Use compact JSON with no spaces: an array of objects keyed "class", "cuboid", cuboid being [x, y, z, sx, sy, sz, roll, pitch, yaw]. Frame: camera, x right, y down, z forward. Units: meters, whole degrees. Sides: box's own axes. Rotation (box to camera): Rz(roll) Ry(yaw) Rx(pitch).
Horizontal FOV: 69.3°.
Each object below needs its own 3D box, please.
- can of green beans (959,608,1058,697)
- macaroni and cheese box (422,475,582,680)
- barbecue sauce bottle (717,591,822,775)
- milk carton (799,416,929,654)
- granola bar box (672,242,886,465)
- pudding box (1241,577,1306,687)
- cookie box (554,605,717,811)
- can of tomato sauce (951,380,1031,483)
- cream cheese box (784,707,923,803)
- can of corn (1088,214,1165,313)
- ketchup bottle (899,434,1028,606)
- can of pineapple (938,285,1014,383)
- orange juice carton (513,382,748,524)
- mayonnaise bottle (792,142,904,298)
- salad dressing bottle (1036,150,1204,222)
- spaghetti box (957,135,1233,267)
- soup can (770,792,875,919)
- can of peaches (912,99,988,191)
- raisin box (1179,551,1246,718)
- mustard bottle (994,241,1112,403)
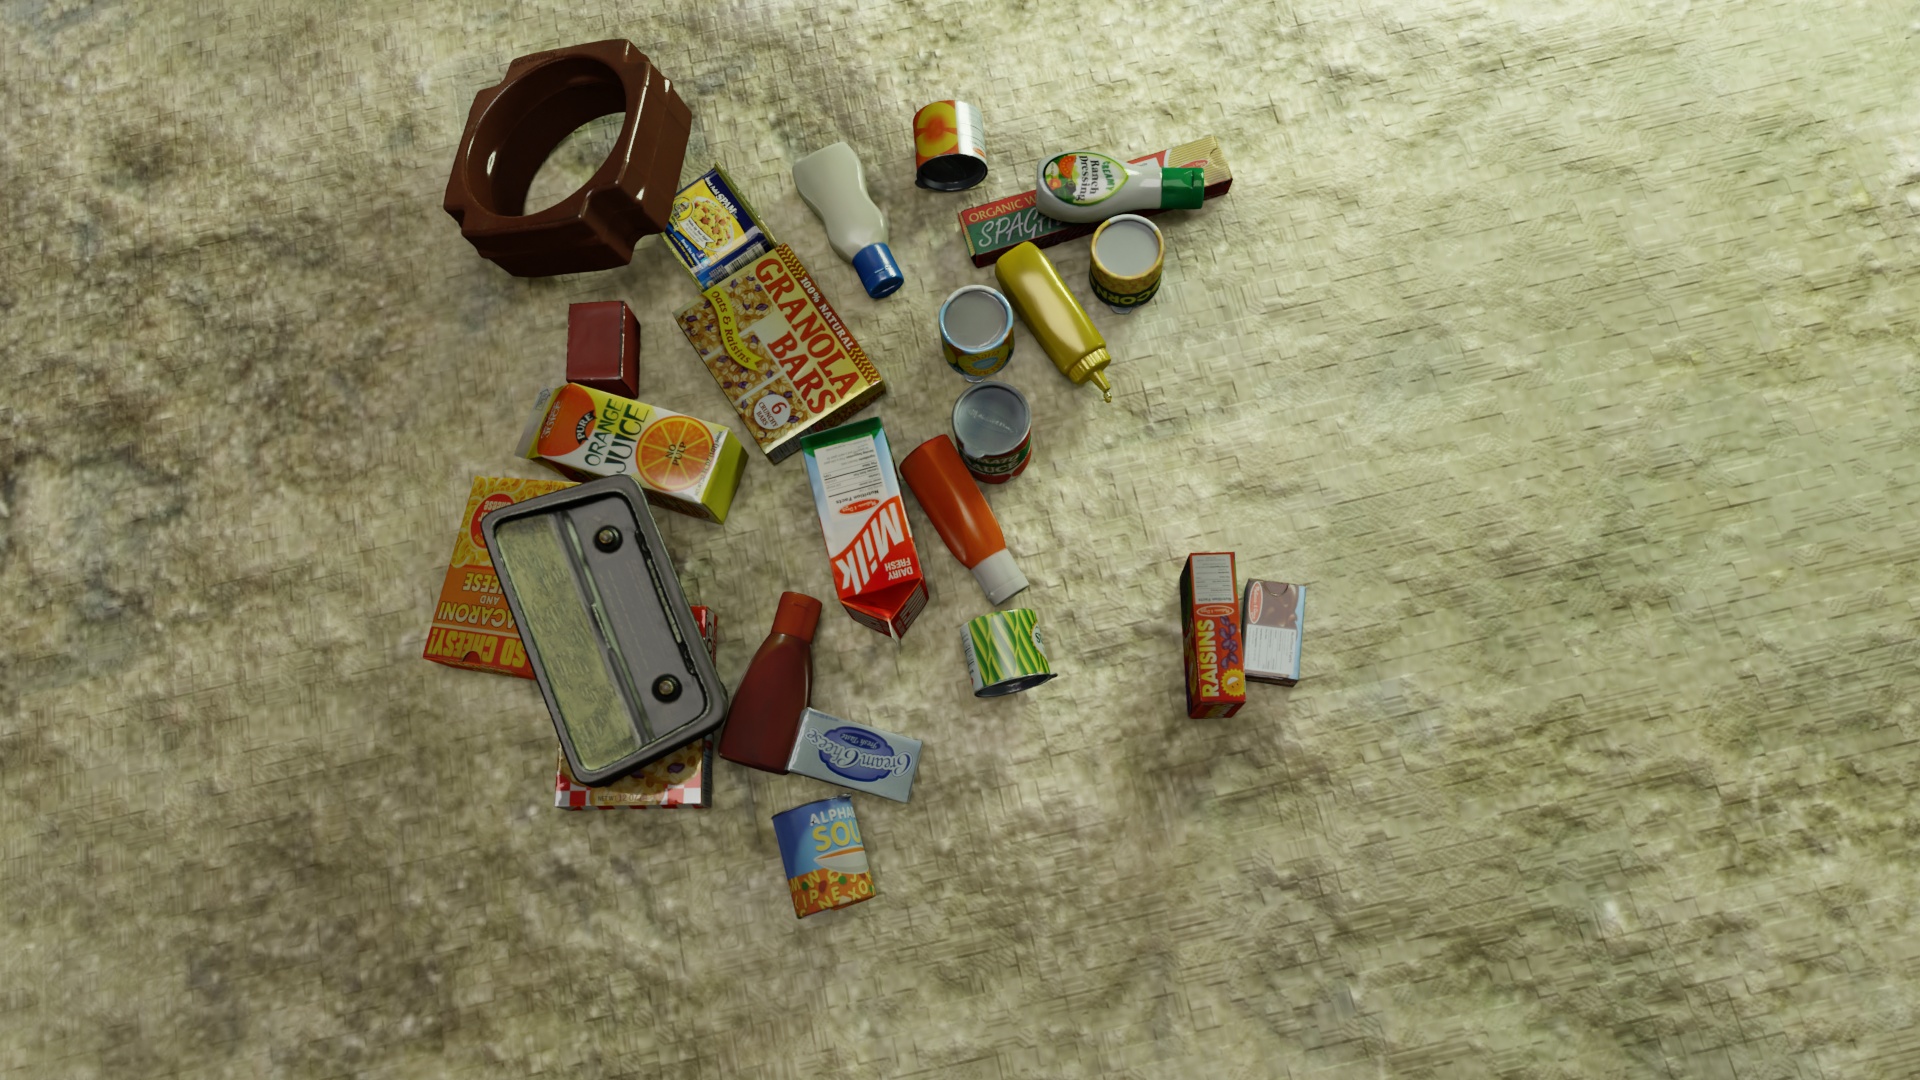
[{"class":"can of green beans","cuboid":[0.037,0.093,1.149,0.071,0.071,0.058,-13,74,0]},{"class":"macaroni and cheese box","cuboid":[-0.382,0.031,1.188,0.123,0.040,0.167,4,73,27]},{"class":"barbecue sauce bottle","cuboid":[-0.153,0.118,1.166,0.065,0.043,0.149,17,75,-6]},{"class":"milk carton","cuboid":[-0.076,0.000,1.180,0.073,0.072,0.191,-15,73,0]},{"class":"granola bar box","cuboid":[-0.163,-0.168,1.250,0.124,0.039,0.166,-33,75,-5]},{"class":"pudding box","cuboid":[0.260,0.077,1.157,0.050,0.030,0.084,6,75,7]},{"class":"cookie box","cuboid":[-0.271,0.140,1.169,0.123,0.040,0.168,-2,74,3]},{"class":"can of tomato sauce","cuboid":[0.028,-0.089,1.192,0.071,0.083,0.071,-1,75,4]},{"class":"cream cheese box","cuboid":[-0.087,0.177,1.139,0.104,0.024,0.053,18,75,-11]},{"class":"can of corn","cuboid":[0.148,-0.247,1.241,0.071,0.058,0.071,-1,74,4]},{"class":"ketchup bottle","cuboid":[0.004,-0.015,1.186,0.044,0.064,0.149,-28,82,-29]},{"class":"can of pineapple","cuboid":[0.015,-0.184,1.233,0.071,0.057,0.071,-1,75,3]},{"class":"orange juice carton","cuboid":[-0.293,-0.080,1.216,0.193,0.073,0.072,16,77,9]},{"class":"mayonnaise bottle","cuboid":[-0.099,-0.293,1.281,0.065,0.041,0.148,-26,75,-2]},{"class":"salad dressing bottle","cuboid":[0.142,-0.315,1.237,0.148,0.044,0.064,1,75,3]},{"class":"spaghetti box","cuboid":[0.122,-0.311,1.276,0.250,0.028,0.050,-17,74,-1]},{"class":"soup can","cuboid":[-0.107,0.252,1.112,0.071,0.071,0.084,-17,75,-1]},{"class":"can of peaches","cuboid":[-0.012,-0.363,1.282,0.071,0.071,0.058,-5,75,2]},{"class":"raisin box","cuboid":[0.204,0.079,1.132,0.040,0.086,0.123,-2,74,2]},{"class":"mustard bottle","cuboid":[0.090,-0.188,1.229,0.049,0.065,0.160,-34,81,0]}]
